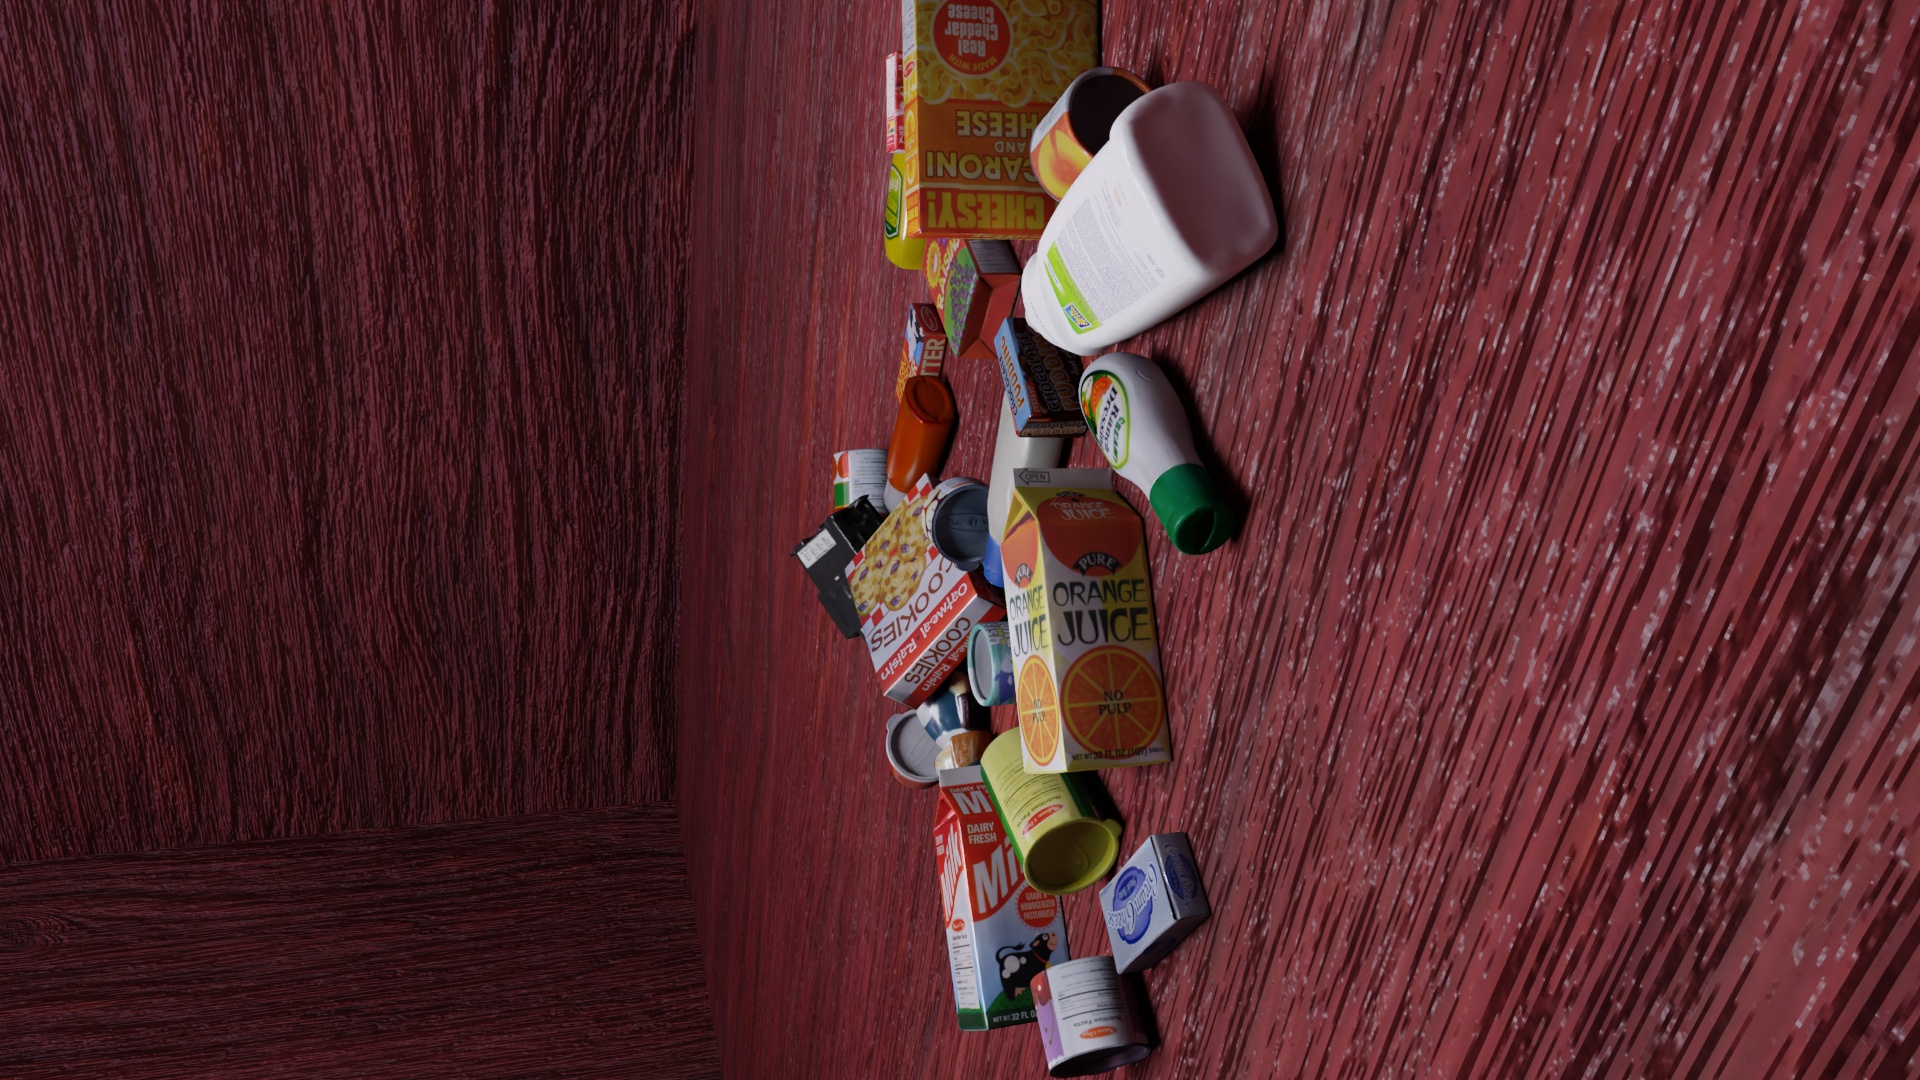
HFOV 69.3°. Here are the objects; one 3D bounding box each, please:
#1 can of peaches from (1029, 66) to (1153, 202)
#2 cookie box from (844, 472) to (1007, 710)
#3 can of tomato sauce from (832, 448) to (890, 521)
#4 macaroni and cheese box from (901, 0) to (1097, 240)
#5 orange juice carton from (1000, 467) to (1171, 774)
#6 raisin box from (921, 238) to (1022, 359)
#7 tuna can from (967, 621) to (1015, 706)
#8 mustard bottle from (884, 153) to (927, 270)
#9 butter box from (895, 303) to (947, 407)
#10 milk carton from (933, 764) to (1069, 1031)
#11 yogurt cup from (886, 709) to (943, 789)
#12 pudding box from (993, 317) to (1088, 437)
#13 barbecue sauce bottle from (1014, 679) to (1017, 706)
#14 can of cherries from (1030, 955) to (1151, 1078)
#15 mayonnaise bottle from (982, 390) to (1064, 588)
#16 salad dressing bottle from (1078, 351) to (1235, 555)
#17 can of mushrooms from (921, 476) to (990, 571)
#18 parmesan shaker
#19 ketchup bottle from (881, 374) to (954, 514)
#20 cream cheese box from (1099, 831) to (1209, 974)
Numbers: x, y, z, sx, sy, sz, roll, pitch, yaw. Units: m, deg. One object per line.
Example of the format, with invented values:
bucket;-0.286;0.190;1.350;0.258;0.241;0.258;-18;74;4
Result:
can of peaches;0.084;-0.238;0.828;0.058;0.071;0.071;147;119;-69
cookie box;-0.032;0.041;1.175;0.122;0.040;0.168;-49;37;21
can of tomato sauce;-0.095;-0.047;1.404;0.071;0.071;0.083;161;107;-71
macaroni and cheese box;0.027;-0.280;0.902;0.040;0.124;0.166;-163;72;-74
orange juice carton;0.075;0.047;0.874;0.073;0.072;0.193;147;119;-69
raisin box;0.007;-0.217;1.110;0.085;0.040;0.124;105;154;-45
tuna can;0.030;0.094;1.081;0.071;0.033;0.071;179;89;-72
mustard bottle;-0.036;-0.320;1.215;0.065;0.049;0.159;-125;37;-57
butter box;-0.037;-0.161;1.277;0.053;0.024;0.103;-111;26;-46
milk carton;0.029;0.263;1.043;0.073;0.072;0.191;131;133;-65
yogurt cup;-0.035;0.191;1.250;0.053;0.072;0.072;106;156;-63
pudding box;0.056;-0.112;0.950;0.030;0.050;0.084;119;144;-56
barbecue sauce bottle;0.063;0.046;0.957;0.065;0.044;0.148;-148;59;-69
can of cherries;0.082;0.306;0.891;0.071;0.071;0.058;112;151;-52
mayonnaise bottle;0.044;-0.035;1.014;0.065;0.041;0.147;-115;27;-53
salad dressing bottle;0.111;-0.051;0.793;0.148;0.044;0.064;-113;26;-48
can of mushrooms;0.004;-0.014;1.096;0.033;0.071;0.070;-137;48;-66
parmesan shaker;0.061;0.180;0.948;0.103;0.071;0.071;-119;31;-56
ketchup bottle;-0.042;-0.080;1.271;0.148;0.043;0.065;109;151;-49
cream cheese box;0.115;0.221;0.845;0.103;0.024;0.053;113;149;-53
